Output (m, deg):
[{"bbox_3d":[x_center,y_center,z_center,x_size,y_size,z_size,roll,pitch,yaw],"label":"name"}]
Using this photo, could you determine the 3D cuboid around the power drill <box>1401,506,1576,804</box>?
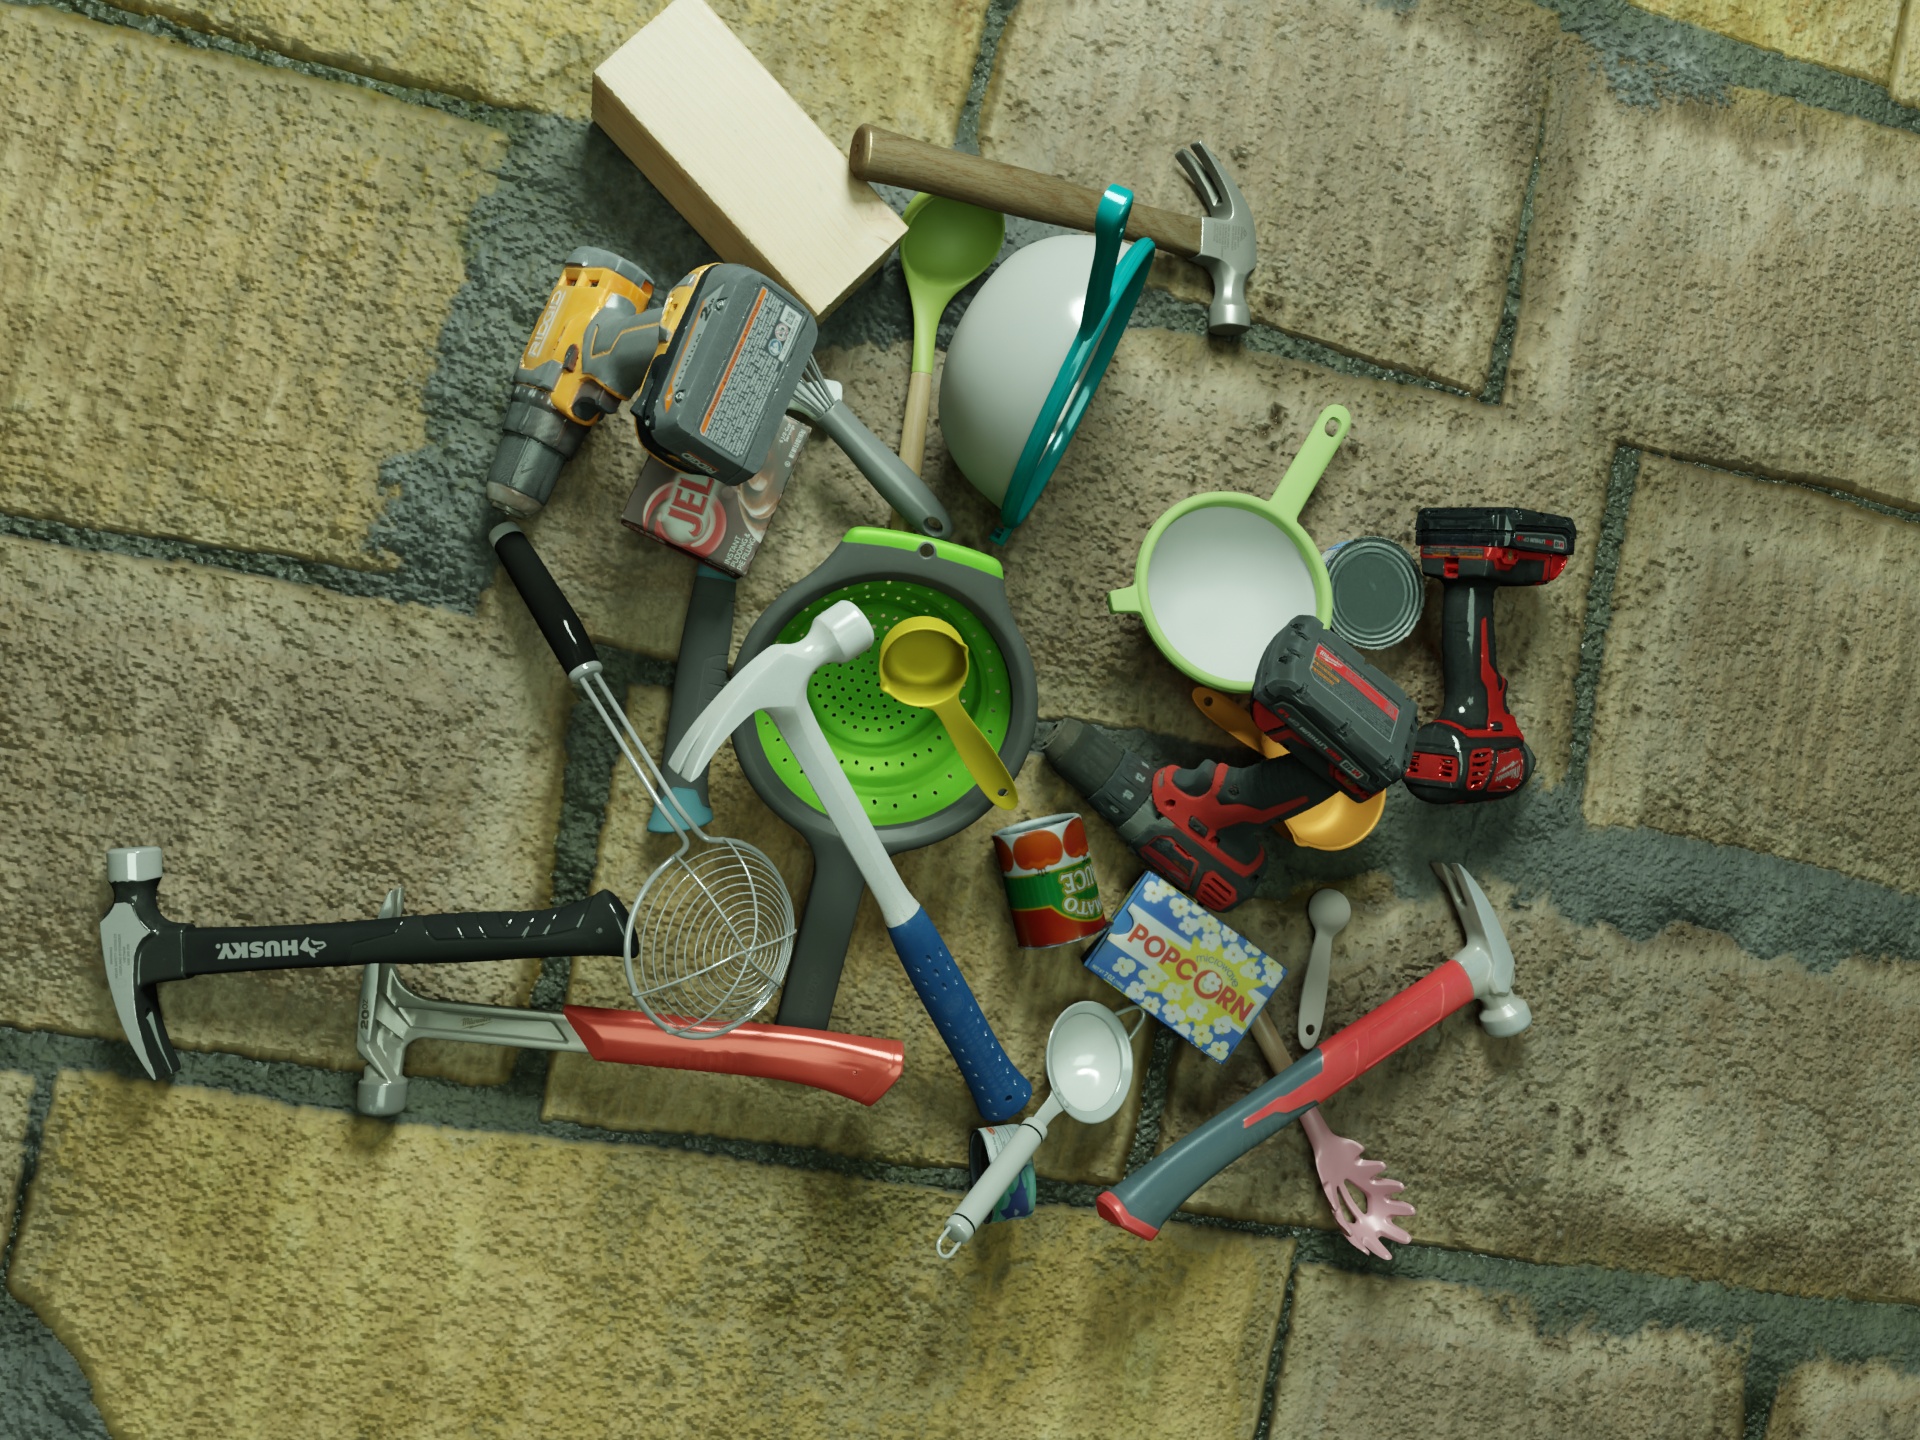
[{"bbox_3d":[0.398,-0.047,1.199,0.143,0.079,0.219,1,95,-42],"label":"power drill"}]

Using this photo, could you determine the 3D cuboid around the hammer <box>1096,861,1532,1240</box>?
[{"bbox_3d":[0.255,0.247,1.164,0.386,0.038,0.143,-26,97,-22],"label":"hammer"}]

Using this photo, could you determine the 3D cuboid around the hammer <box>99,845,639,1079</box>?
[{"bbox_3d":[-0.375,0.147,1.018,0.334,0.035,0.146,-3,89,-1],"label":"hammer"}]

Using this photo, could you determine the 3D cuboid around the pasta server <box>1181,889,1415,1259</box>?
[{"bbox_3d":[0.248,0.263,1.197,0.060,0.040,0.316,-31,96,-23],"label":"pasta server"}]

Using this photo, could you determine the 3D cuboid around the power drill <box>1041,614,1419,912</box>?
[{"bbox_3d":[0.180,0.024,1.101,0.188,0.226,0.080,39,44,-7],"label":"power drill"}]

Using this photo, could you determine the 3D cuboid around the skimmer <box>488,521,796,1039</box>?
[{"bbox_3d":[-0.226,0.033,1.043,0.127,0.090,0.363,-19,68,-41],"label":"skimmer"}]

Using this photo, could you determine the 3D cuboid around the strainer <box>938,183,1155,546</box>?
[{"bbox_3d":[0.045,-0.255,1.007,0.095,0.340,0.211,27,79,4],"label":"strainer"}]

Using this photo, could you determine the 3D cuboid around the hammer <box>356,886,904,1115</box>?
[{"bbox_3d":[-0.216,0.204,1.068,0.359,0.037,0.149,7,89,-6],"label":"hammer"}]

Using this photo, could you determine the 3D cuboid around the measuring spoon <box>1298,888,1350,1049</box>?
[{"bbox_3d":[0.274,0.187,1.201,0.034,0.018,0.124,18,74,-16],"label":"measuring spoon"}]

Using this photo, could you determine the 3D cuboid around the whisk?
[{"bbox_3d":[-0.087,-0.212,1.081,0.055,0.055,0.238,-46,105,-9],"label":"whisk"}]

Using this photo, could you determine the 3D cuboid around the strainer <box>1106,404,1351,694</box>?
[{"bbox_3d":[0.216,-0.128,1.180,0.151,0.069,0.256,34,70,-4],"label":"strainer"}]

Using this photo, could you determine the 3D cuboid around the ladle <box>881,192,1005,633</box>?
[{"bbox_3d":[-0.024,-0.219,1.123,0.078,0.062,0.320,7,92,-34],"label":"ladle"}]

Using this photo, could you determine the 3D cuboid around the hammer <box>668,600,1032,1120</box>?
[{"bbox_3d":[-0.047,0.123,1.044,0.144,0.035,0.405,-36,123,-17],"label":"hammer"}]

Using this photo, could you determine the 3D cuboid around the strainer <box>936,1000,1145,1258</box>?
[{"bbox_3d":[0.052,0.279,1.104,0.258,0.050,0.087,-41,106,-46],"label":"strainer"}]

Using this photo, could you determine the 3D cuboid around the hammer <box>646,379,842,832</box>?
[{"bbox_3d":[-0.170,-0.084,1.099,0.128,0.033,0.331,9,88,-14],"label":"hammer"}]

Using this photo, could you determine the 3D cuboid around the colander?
[{"bbox_3d":[-0.076,0.056,1.104,0.204,0.095,0.397,12,105,-11],"label":"colander"}]

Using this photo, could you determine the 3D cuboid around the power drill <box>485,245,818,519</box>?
[{"bbox_3d":[-0.210,-0.204,1.004,0.084,0.226,0.185,28,83,-46],"label":"power drill"}]

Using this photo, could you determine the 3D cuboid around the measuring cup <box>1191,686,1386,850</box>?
[{"bbox_3d":[0.234,0.028,1.186,0.173,0.052,0.095,35,83,-9],"label":"measuring cup"}]

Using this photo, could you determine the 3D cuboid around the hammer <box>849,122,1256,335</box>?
[{"bbox_3d":[0.075,-0.363,1.111,0.331,0.031,0.130,4,86,-31],"label":"hammer"}]

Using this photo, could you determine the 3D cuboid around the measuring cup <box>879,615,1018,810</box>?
[{"bbox_3d":[-0.002,-0.003,1.037,0.062,0.029,0.156,-26,121,10],"label":"measuring cup"}]
